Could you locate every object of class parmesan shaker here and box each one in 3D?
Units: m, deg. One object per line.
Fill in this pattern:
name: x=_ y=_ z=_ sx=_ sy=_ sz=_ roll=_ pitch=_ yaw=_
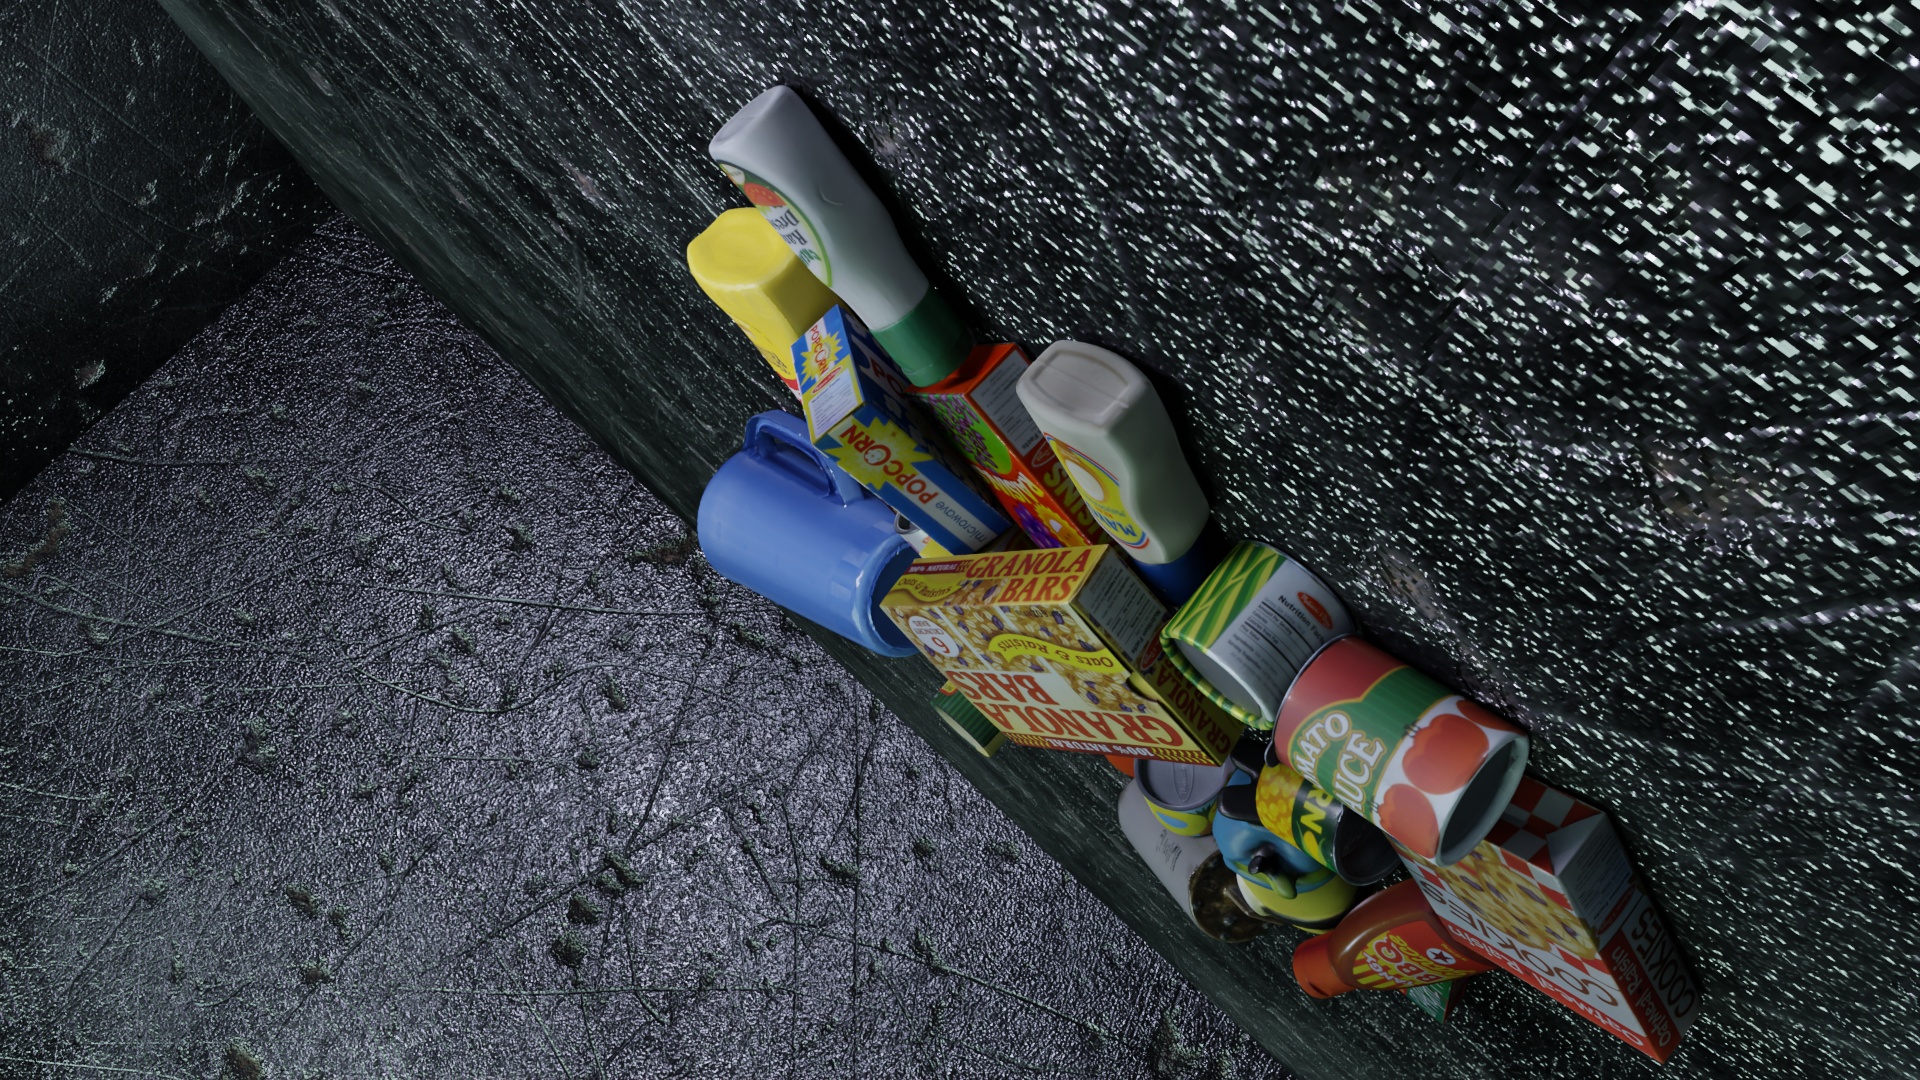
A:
parmesan shaker: x=0.033 y=0.111 z=1.099 sx=0.071 sy=0.103 sz=0.071 roll=41 pitch=168 yaw=11

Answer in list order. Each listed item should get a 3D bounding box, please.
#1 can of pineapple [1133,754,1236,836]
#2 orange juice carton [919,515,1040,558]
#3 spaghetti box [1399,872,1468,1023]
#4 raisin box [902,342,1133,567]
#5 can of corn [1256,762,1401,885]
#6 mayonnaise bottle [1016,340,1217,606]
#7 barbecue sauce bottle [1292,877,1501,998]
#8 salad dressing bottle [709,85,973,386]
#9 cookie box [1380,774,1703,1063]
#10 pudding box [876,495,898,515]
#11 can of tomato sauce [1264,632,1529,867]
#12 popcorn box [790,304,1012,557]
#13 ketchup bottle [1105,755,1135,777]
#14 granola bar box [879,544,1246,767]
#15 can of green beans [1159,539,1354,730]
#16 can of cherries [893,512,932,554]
can of pineapple: x=0.160 y=0.167 z=0.968 sx=0.071 sy=0.071 sz=0.057 roll=35 pitch=167 yaw=33
orange juice carton: x=0.072 y=0.051 z=0.821 sx=0.192 sy=0.073 sz=0.072 roll=47 pitch=167 yaw=-23
spaghetti box: x=0.316 y=0.277 z=0.935 sx=0.050 sy=0.029 sz=0.249 roll=36 pitch=167 yaw=30
raisin box: x=0.037 y=-0.041 z=0.692 sx=0.123 sy=0.040 sz=0.086 roll=48 pitch=167 yaw=-19
can of corn: x=0.196 y=0.134 z=0.721 sx=0.058 sy=0.071 sz=0.071 roll=28 pitch=161 yaw=54
mayonnaise bottle: x=0.077 y=-0.023 z=0.610 sx=0.065 sy=0.041 sz=0.147 roll=34 pitch=166 yaw=41
barbecue sauce bottle: x=0.253 y=0.237 z=0.817 sx=0.065 sy=0.044 sz=0.147 roll=34 pitch=144 yaw=-5
salad dressing bottle: x=-0.050 y=-0.134 z=0.632 sx=0.147 sy=0.044 sz=0.064 roll=49 pitch=168 yaw=-28
cookie box: x=0.265 y=0.162 z=0.656 sx=0.167 sy=0.040 sz=0.123 roll=51 pitch=166 yaw=-32
pudding box: x=-0.018 y=-0.015 z=0.997 sx=0.083 sy=0.030 sz=0.049 roll=46 pitch=167 yaw=-17
can of tomato sauce: x=0.183 y=0.089 z=0.586 sx=0.083 sy=0.071 sz=0.071 roll=33 pitch=165 yaw=38
popcorn box: x=-0.030 y=-0.055 z=0.735 sx=0.126 sy=0.038 sz=0.085 roll=39 pitch=-156 yaw=-40
ketchup bottle: x=0.113 y=0.125 z=1.030 sx=0.065 sy=0.043 sz=0.148 roll=33 pitch=165 yaw=36
granola bar box: x=0.049 y=0.060 z=0.713 sx=0.124 sy=0.039 sz=0.165 roll=47 pitch=153 yaw=-23
can of green beans: x=0.132 y=0.043 z=0.623 sx=0.071 sy=0.058 sz=0.071 roll=41 pitch=168 yaw=10
can of cherries: x=0.003 y=-0.011 z=0.860 sx=0.058 sy=0.071 sz=0.071 roll=47 pitch=168 yaw=-21
